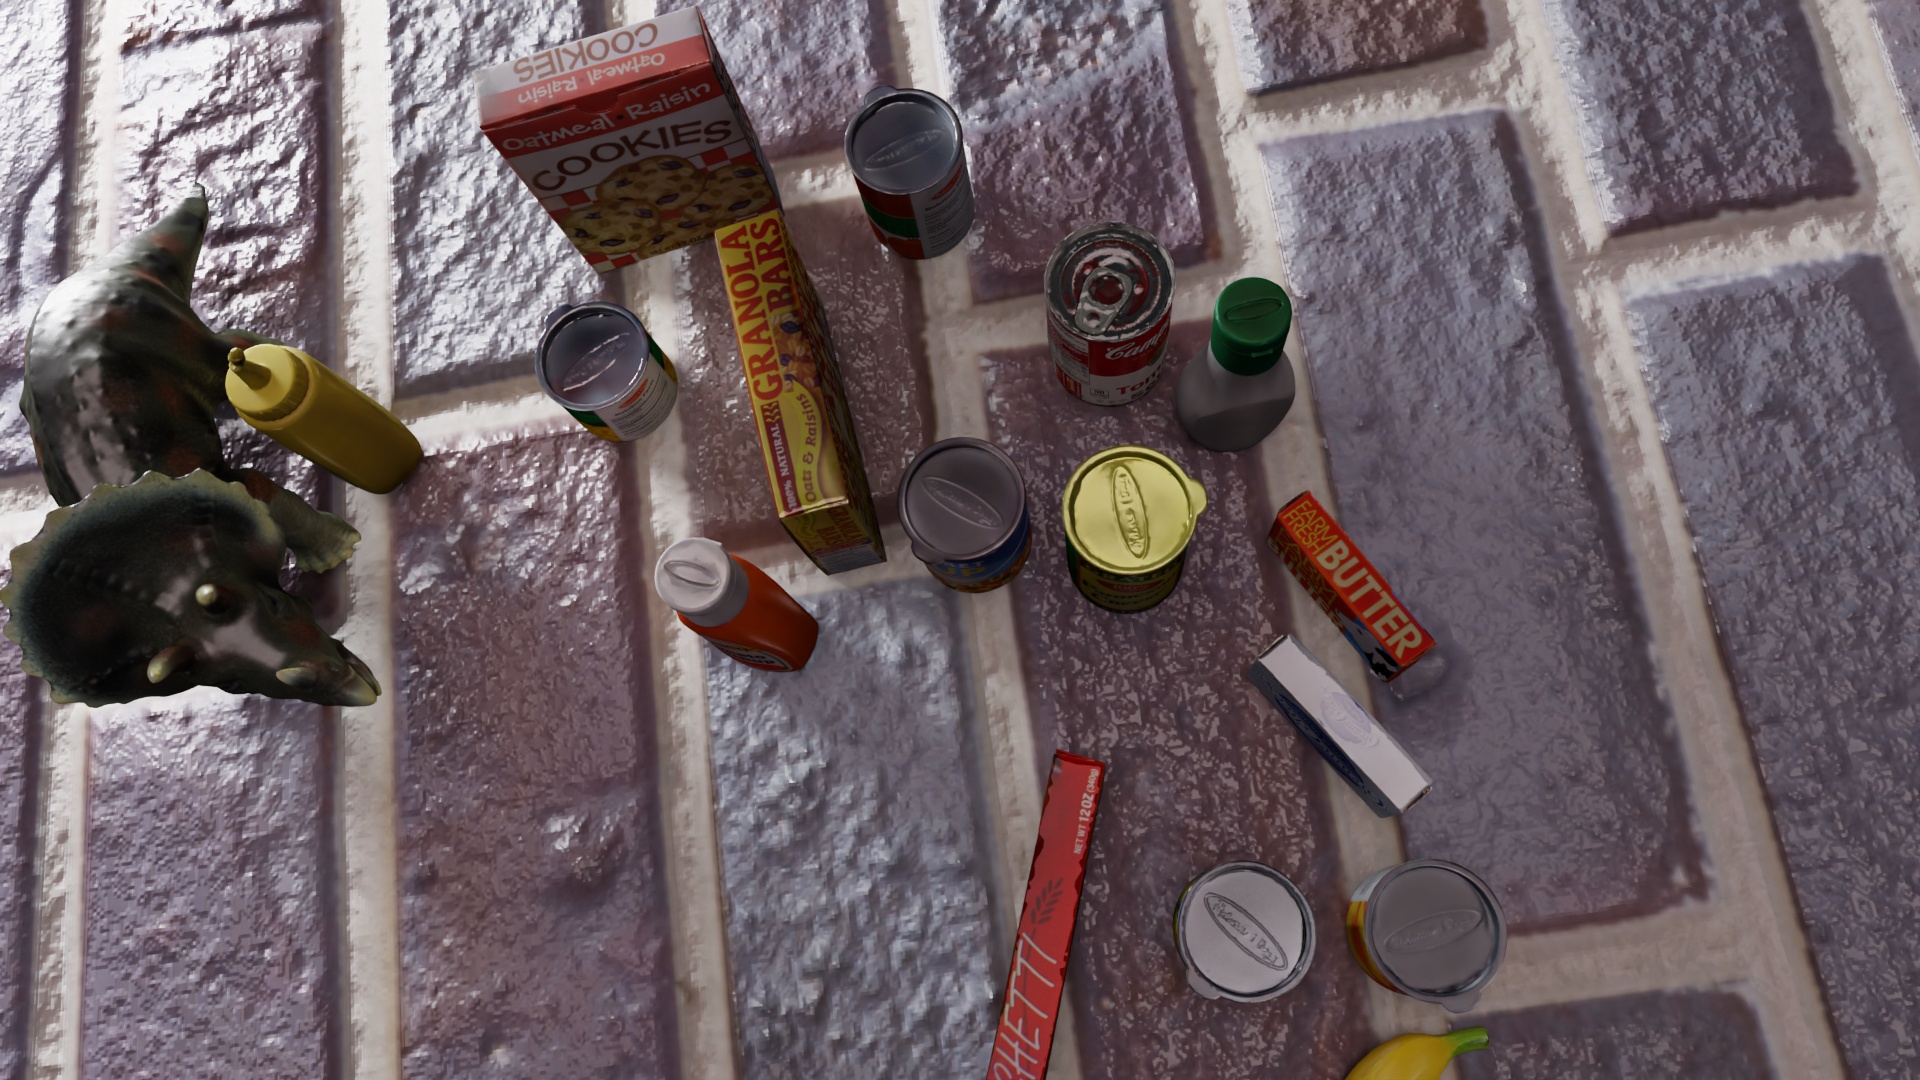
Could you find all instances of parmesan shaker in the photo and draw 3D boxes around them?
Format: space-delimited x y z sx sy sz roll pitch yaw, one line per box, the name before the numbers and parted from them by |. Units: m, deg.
parmesan shaker | 0.090 -0.003 0.727 0.071 0.103 0.071 -1 75 5

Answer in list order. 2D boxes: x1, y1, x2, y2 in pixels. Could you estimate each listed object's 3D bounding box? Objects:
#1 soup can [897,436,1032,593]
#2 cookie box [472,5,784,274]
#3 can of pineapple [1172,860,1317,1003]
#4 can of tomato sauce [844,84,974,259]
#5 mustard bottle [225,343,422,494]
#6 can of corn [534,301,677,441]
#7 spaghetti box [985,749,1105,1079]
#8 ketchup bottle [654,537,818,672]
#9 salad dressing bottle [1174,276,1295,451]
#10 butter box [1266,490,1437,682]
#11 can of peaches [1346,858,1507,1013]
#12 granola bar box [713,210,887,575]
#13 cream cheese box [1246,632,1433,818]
soup can | 0.003 -0.009 0.748 0.071 0.083 0.071 -1 75 5
cookie box | -0.179 -0.218 0.780 0.123 0.167 0.040 -17 74 1
can of pineapple | 0.138 0.195 0.691 0.071 0.057 0.071 -1 75 5
can of tomato sauce | -0.029 -0.212 0.807 0.071 0.083 0.071 -1 75 5
mustard bottle | -0.357 -0.072 0.761 0.065 0.160 0.049 33 81 13
can of corn | -0.205 -0.099 0.806 0.071 0.058 0.071 -1 75 5
spaghetti box | 0.035 0.232 0.695 0.029 0.050 0.250 11 76 9
ketchup bottle | -0.117 0.033 0.714 0.065 0.148 0.043 17 78 10
salad dressing bottle | 0.146 -0.089 0.723 0.064 0.147 0.044 -13 74 2
butter box | 0.204 0.025 0.734 0.024 0.053 0.103 -35 74 -4
can of peaches | 0.228 0.194 0.683 0.071 0.058 0.071 -1 75 5
granola bar box | -0.086 -0.075 0.754 0.039 0.124 0.166 -15 74 2
cream cheese box | 0.194 0.096 0.716 0.024 0.053 0.104 -40 75 -5
